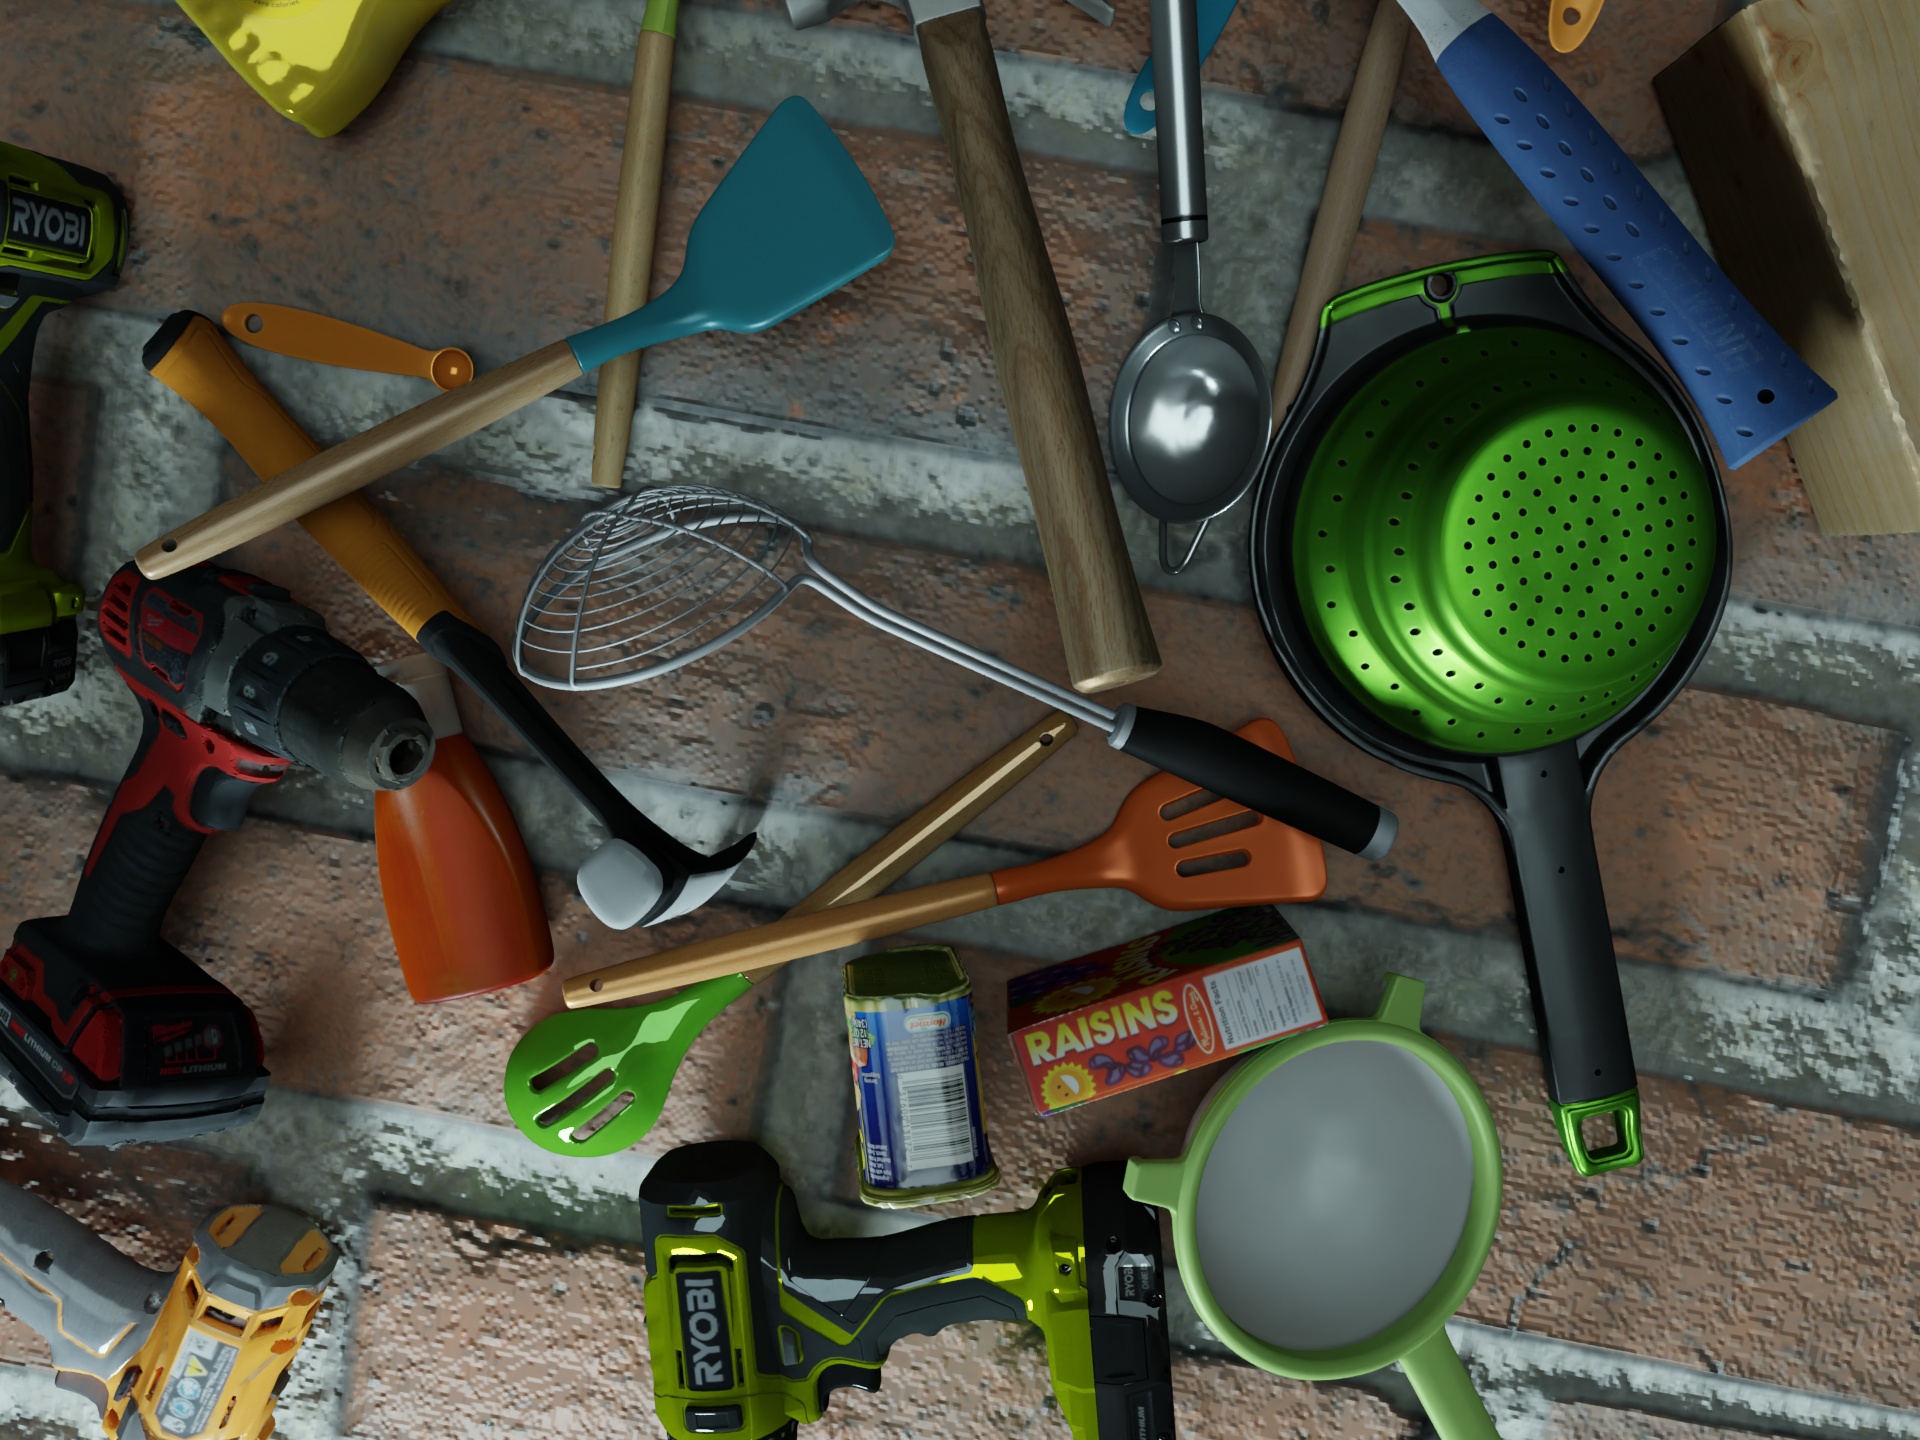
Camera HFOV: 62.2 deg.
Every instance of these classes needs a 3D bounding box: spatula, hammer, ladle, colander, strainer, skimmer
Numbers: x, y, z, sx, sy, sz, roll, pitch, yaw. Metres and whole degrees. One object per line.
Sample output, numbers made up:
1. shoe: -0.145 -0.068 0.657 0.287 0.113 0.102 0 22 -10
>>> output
1. spatula: 0.171 -0.271 0.656 0.059 0.018 0.316 12 97 -16
2. hammer: 0.190 -0.272 0.605 0.144 0.035 0.405 -36 81 9
3. ladle: -0.140 -0.257 0.655 0.062 0.078 0.320 4 102 -25
4. colander: 0.243 0.009 0.639 0.204 0.094 0.397 -13 97 -2
5. hammer: -0.221 -0.047 0.669 0.034 0.127 0.337 -45 83 8
6. strainer: 0.094 -0.190 0.645 0.050 0.087 0.258 -16 107 -40
7. spatula: -0.179 -0.139 0.627 0.317 0.044 0.082 -30 78 -9
8. strainer: 0.174 0.238 0.689 0.151 0.069 0.256 -33 104 -13
9. spatula: -0.009 0.075 0.674 0.322 0.041 0.081 -13 78 -6
10. hammer: 0.025 -0.174 0.635 0.130 0.031 0.331 -14 82 3
11. skimmer: -0.001 -0.002 0.655 0.363 0.127 0.090 23 127 -6

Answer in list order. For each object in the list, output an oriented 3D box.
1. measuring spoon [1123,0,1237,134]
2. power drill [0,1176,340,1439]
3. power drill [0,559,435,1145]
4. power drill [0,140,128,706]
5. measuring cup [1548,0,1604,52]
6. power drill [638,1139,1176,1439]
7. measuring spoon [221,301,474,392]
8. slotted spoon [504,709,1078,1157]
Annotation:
1. measuring spoon: 0.106 -0.300 0.655 0.042 0.021 0.128 32 94 -1
2. power drill: -0.416 0.278 0.712 0.226 0.084 0.185 24 98 -5
3. power drill: -0.306 0.056 0.650 0.188 0.080 0.226 23 97 32
4. power drill: -0.407 -0.119 0.624 0.080 0.171 0.223 11 100 1
5. measuring cup: 0.257 -0.347 0.630 0.095 0.052 0.173 15 98 1
6. power drill: -0.023 0.280 0.695 0.228 0.080 0.190 -4 95 6
7. measuring spoon: -0.266 -0.163 0.693 0.117 0.011 0.021 14 96 5
8. slotted spoon: -0.076 0.093 0.702 0.314 0.031 0.070 -37 96 4
